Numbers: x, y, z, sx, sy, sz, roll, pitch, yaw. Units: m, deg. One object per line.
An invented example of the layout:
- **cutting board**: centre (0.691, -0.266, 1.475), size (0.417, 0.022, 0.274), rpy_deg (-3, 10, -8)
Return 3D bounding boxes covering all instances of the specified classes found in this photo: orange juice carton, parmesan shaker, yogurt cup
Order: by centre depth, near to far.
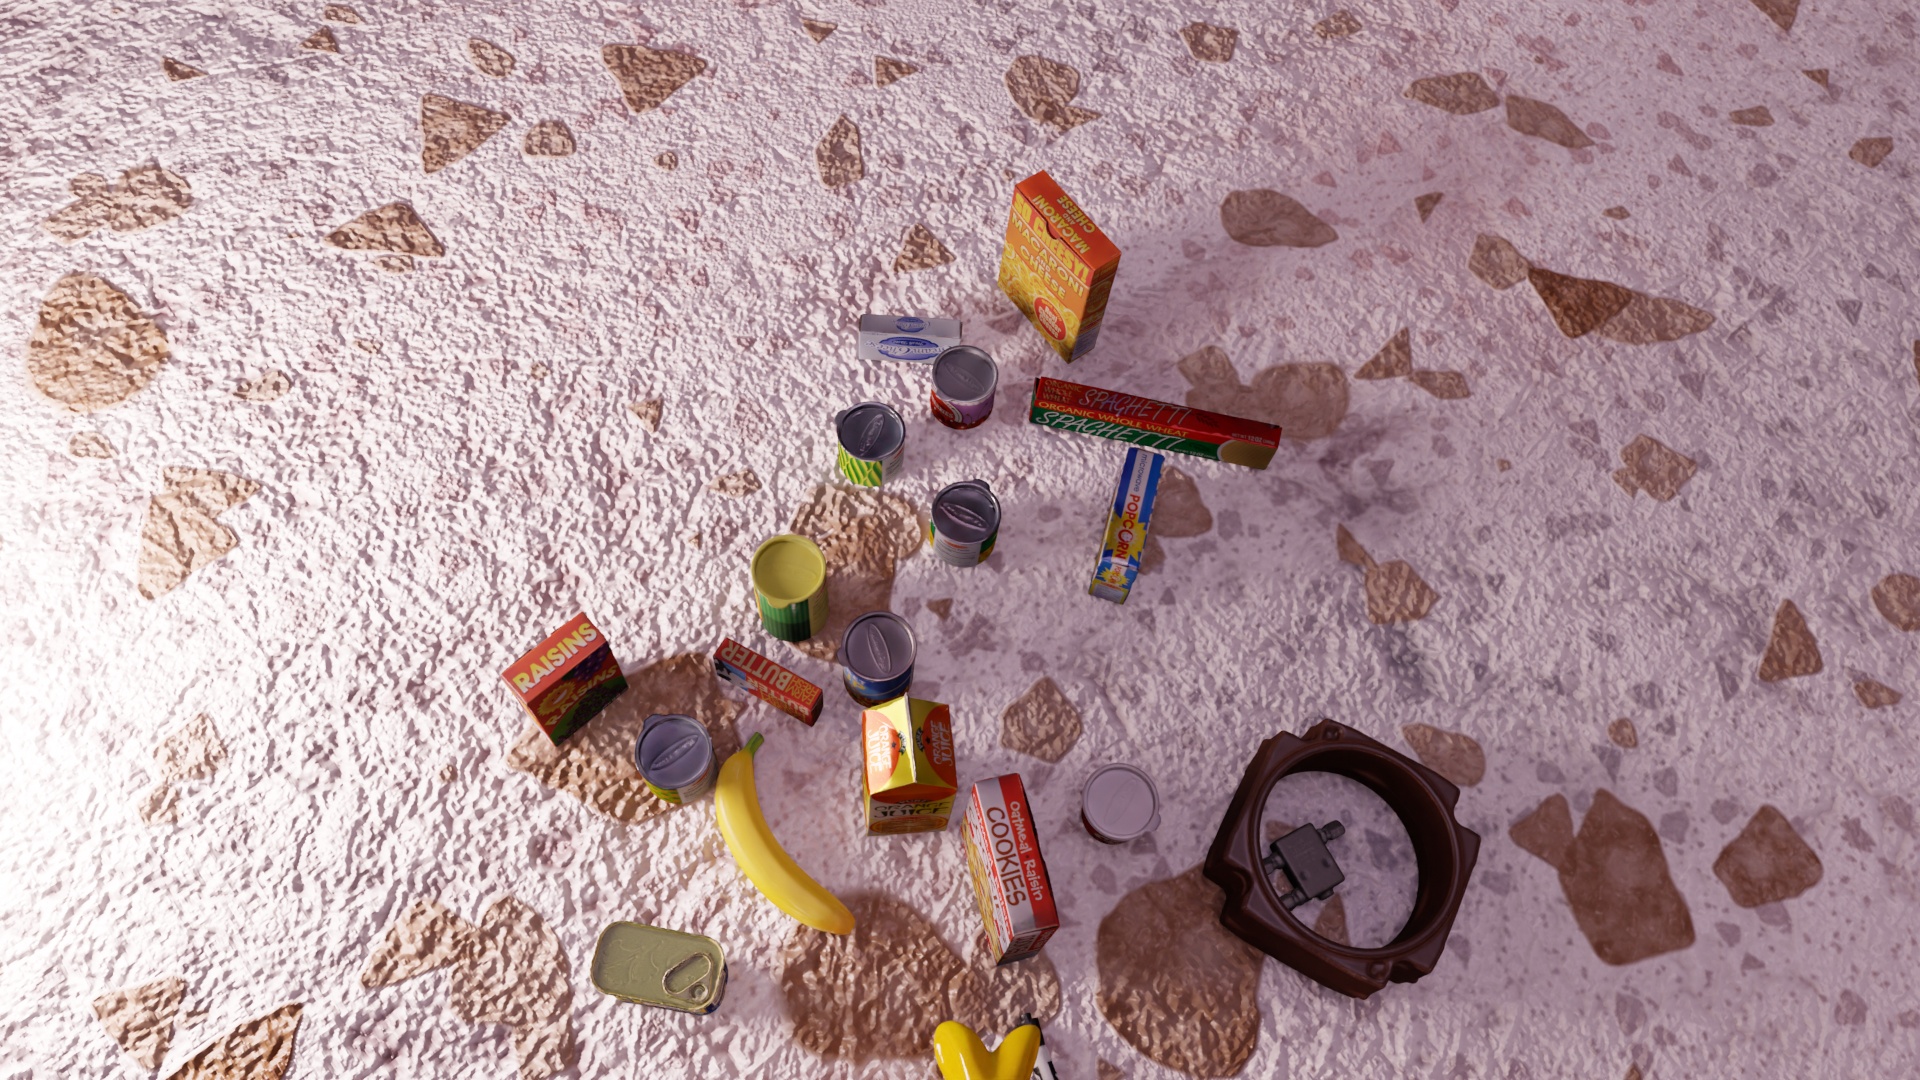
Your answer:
- **orange juice carton**: centre (-0.044, 0.188, 1.153), size (0.073, 0.191, 0.072), rpy_deg (-3, 66, -6)
- **yogurt cup**: centre (0.137, 0.235, 1.222), size (0.072, 0.053, 0.072), rpy_deg (2, 65, -4)
- **parmesan shaker**: centre (-0.155, 0.048, 1.259), size (0.071, 0.102, 0.071), rpy_deg (2, 65, -4)

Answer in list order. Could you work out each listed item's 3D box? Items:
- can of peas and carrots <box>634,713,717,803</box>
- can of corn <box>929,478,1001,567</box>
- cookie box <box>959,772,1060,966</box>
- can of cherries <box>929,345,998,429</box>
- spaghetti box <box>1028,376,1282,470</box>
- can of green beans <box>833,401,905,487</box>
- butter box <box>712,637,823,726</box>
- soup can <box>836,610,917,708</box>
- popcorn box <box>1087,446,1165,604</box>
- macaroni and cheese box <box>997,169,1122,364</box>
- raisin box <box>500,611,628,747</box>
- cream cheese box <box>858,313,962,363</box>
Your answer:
- **can of peas and carrots**: centre (-0.248, 0.189, 1.210), size (0.071, 0.058, 0.071), rpy_deg (2, 65, -4)
- **can of corn**: centre (0.005, -0.017, 1.327), size (0.071, 0.058, 0.071), rpy_deg (2, 65, -4)
- **cookie box**: centre (0.038, 0.271, 1.135), size (0.040, 0.166, 0.123), rpy_deg (-12, 67, -9)
- **can of cherries**: centre (0.001, -0.151, 1.389), size (0.071, 0.058, 0.072), rpy_deg (2, 65, -4)
- **spaghetti box**: centre (0.193, -0.117, 1.393), size (0.250, 0.050, 0.029), rpy_deg (12, 65, 1)
- **can of green beans**: centre (-0.087, -0.093, 1.356), size (0.071, 0.057, 0.071), rpy_deg (2, 65, -4)
- **butter box**: centre (-0.172, 0.128, 1.248), size (0.103, 0.053, 0.024), rpy_deg (28, 66, 8)
- **soup can**: centre (-0.076, 0.109, 1.247), size (0.071, 0.083, 0.071), rpy_deg (2, 65, -4)
- **popcorn box**: centre (0.158, -0.014, 1.323), size (0.038, 0.085, 0.127), rpy_deg (15, 65, 3)
- **macaroni and cheese box**: centre (0.096, -0.271, 1.393), size (0.040, 0.165, 0.124), rpy_deg (-34, 72, -18)
- **raisin box**: centre (-0.339, 0.121, 1.199), size (0.086, 0.123, 0.040), rpy_deg (-40, 74, -20)
- **cream cheese box**: centre (-0.051, -0.204, 1.413), size (0.104, 0.053, 0.024), rpy_deg (3, 65, -3)
